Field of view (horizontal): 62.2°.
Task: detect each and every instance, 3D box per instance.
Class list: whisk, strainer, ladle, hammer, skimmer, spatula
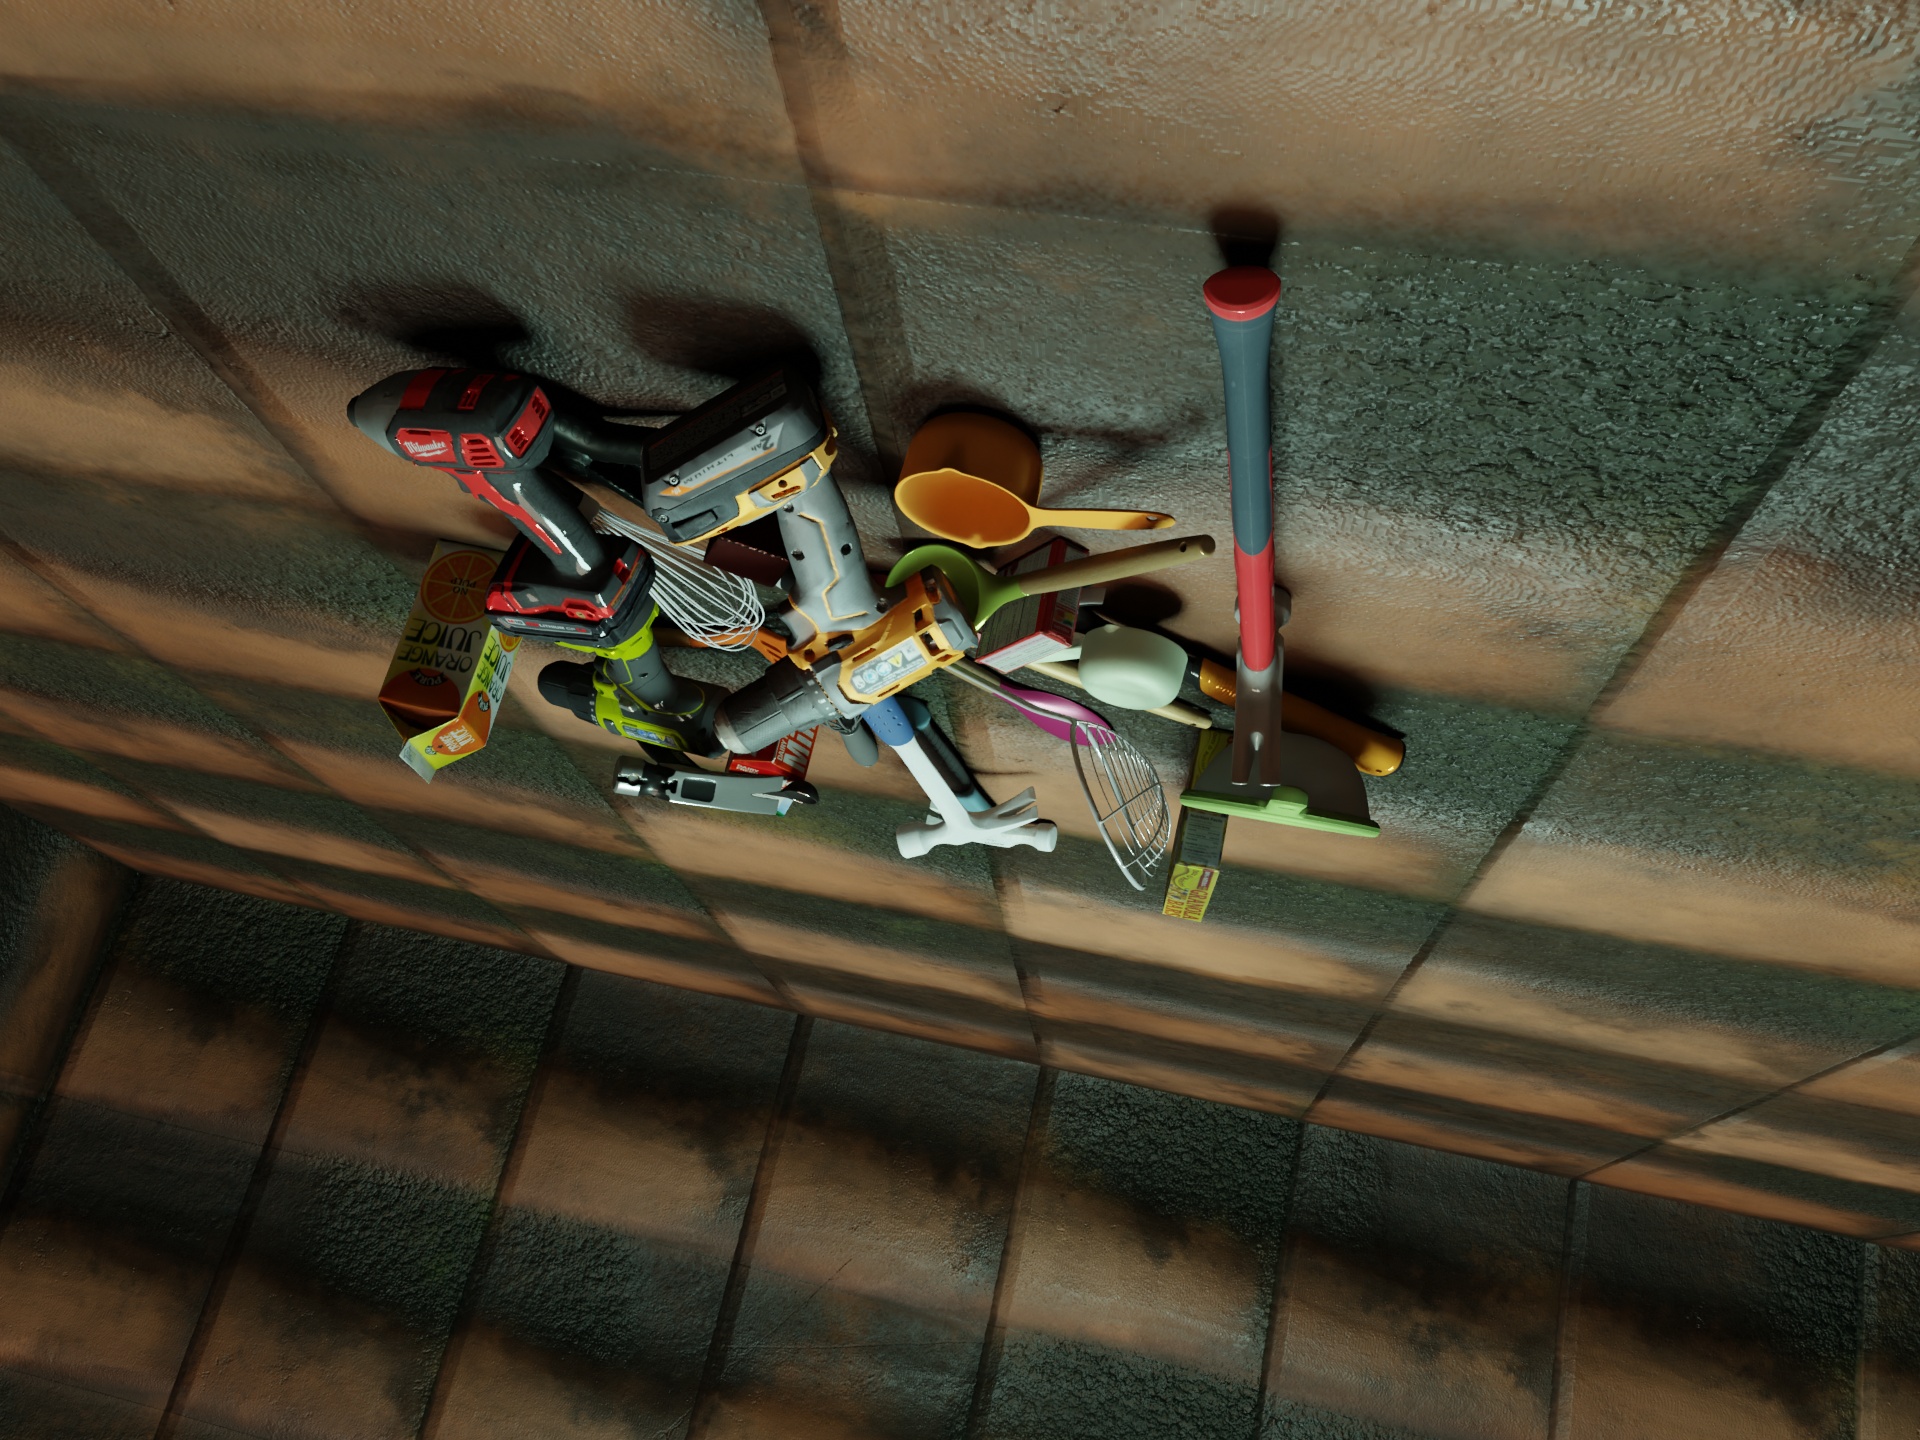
[{"bbox_3d":[-0.256,-0.138,1.182,0.070,0.070,0.284,-9,145,45],"label":"whisk"},{"bbox_3d":[0.237,0.039,1.155,0.151,0.069,0.256,9,176,10],"label":"strainer"},{"bbox_3d":[0.048,-0.092,1.029,0.062,0.078,0.320,1,177,-31],"label":"ladle"},{"bbox_3d":[-0.044,0.017,1.395,0.144,0.035,0.405,-15,149,11],"label":"hammer"},{"bbox_3d":[-0.101,0.003,1.470,0.055,0.055,0.238,10,164,9],"label":"whisk"},{"bbox_3d":[-0.002,-0.004,1.166,0.363,0.090,0.127,29,-176,16],"label":"skimmer"},{"bbox_3d":[0.205,-0.029,1.201,0.336,0.034,0.127,22,159,-21],"label":"hammer"},{"bbox_3d":[0.167,-0.103,0.911,0.038,0.143,0.385,1,153,13],"label":"hammer"},{"bbox_3d":[-0.005,0.057,1.561,0.128,0.033,0.330,5,157,20],"label":"hammer"},{"bbox_3d":[-0.256,-0.066,1.391,0.323,0.041,0.080,4,147,27],"label":"spatula"},{"bbox_3d":[0.064,-0.047,1.259,0.315,0.031,0.069,19,160,-19],"label":"ladle"},{"bbox_3d":[-0.269,0.032,1.486,0.146,0.035,0.335,10,-174,-21],"label":"hammer"}]

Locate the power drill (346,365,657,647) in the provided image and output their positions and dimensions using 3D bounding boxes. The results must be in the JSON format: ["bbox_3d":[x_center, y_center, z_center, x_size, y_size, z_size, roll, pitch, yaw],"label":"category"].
[{"bbox_3d":[-0.307,-0.147,1.067,0.143,0.079,0.219,8,149,23],"label":"power drill"}]

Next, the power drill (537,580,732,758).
[{"bbox_3d":[-0.304,-0.057,1.342,0.190,0.080,0.228,14,153,19],"label":"power drill"}]

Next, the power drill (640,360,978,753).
[{"bbox_3d":[-0.116,-0.088,1.005,0.185,0.084,0.226,-29,125,7],"label":"power drill"}]

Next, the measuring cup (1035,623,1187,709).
[{"bbox_3d":[0.084,-0.034,1.159,0.168,0.038,0.083,-1,156,33],"label":"measuring cup"}]

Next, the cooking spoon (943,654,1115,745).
[{"bbox_3d":[0.009,-0.039,1.321,0.318,0.017,0.069,28,154,-34],"label":"cooking spoon"}]

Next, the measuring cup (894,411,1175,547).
[{"bbox_3d":[0.048,-0.147,0.972,0.173,0.052,0.095,6,158,15],"label":"measuring cup"}]

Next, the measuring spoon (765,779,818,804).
[{"bbox_3d":[-0.187,0.059,1.505,0.124,0.018,0.034,10,160,26],"label":"measuring spoon"}]
